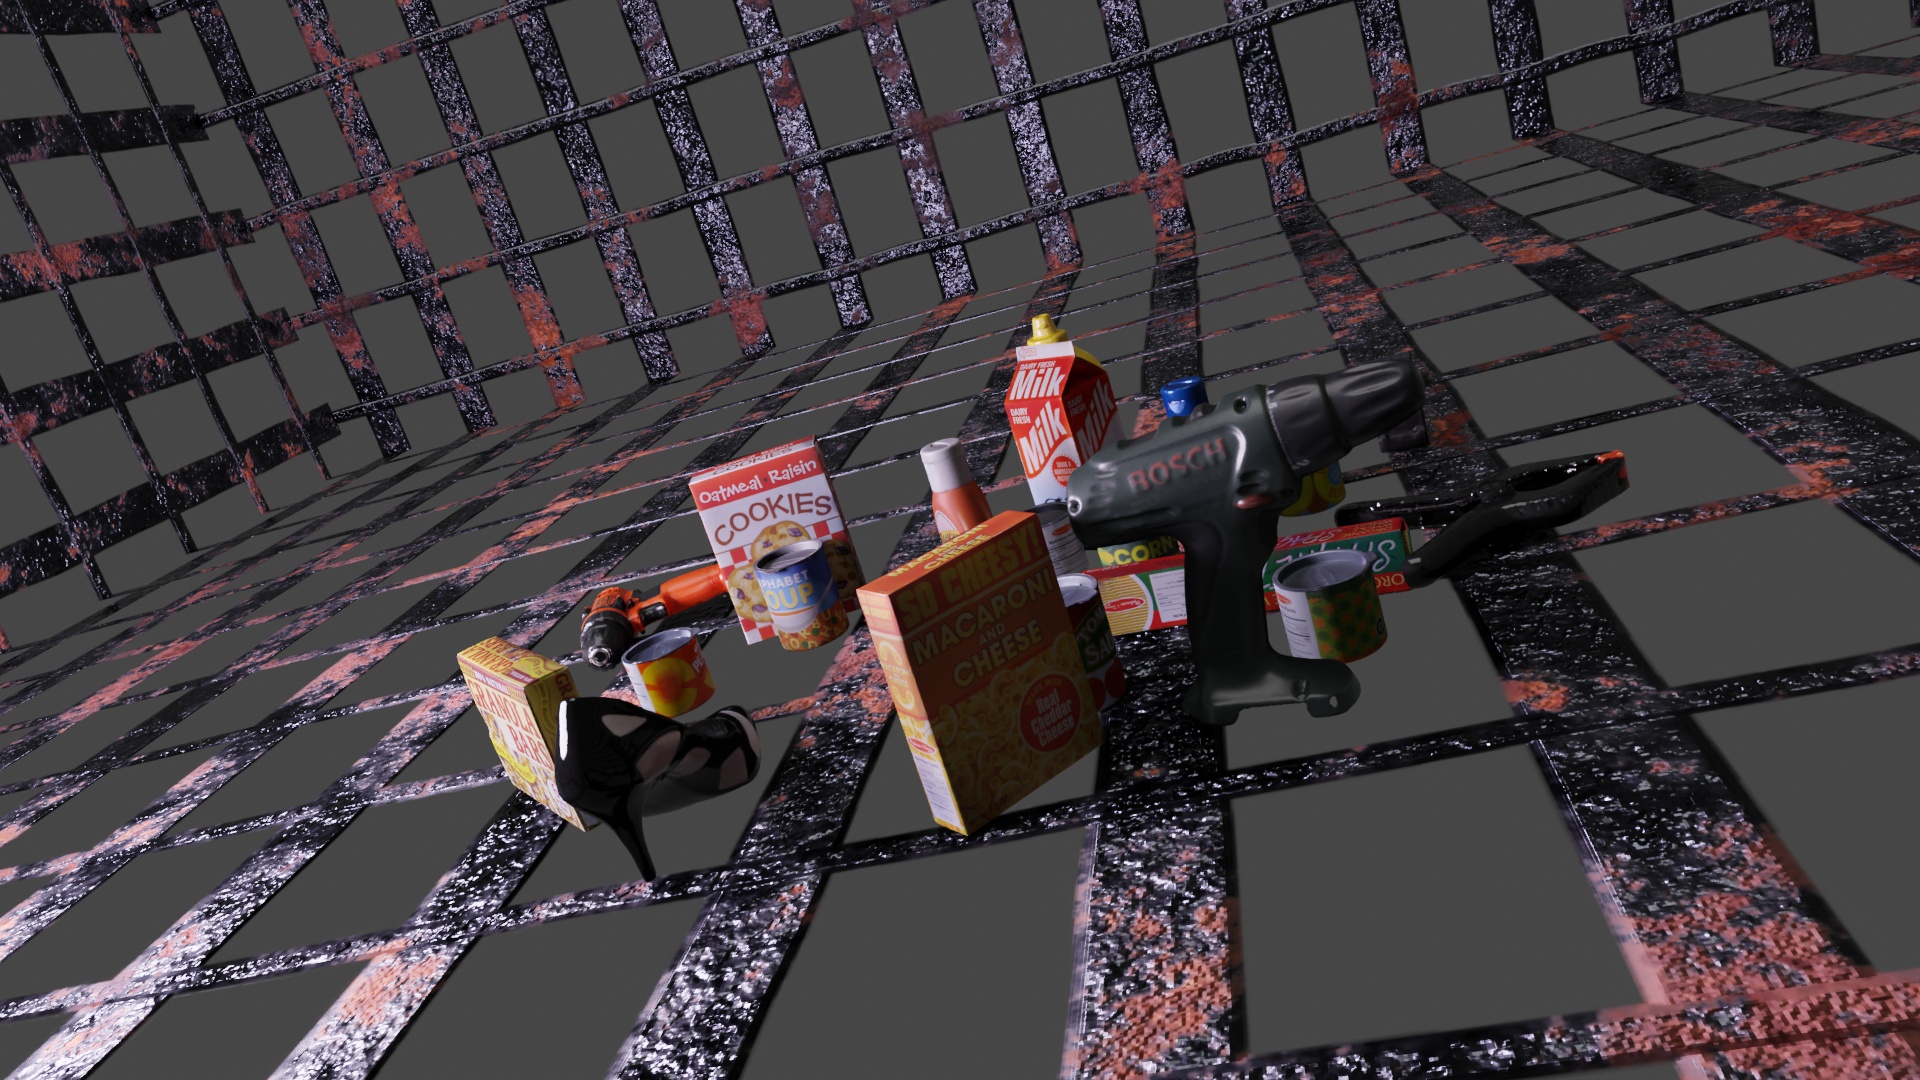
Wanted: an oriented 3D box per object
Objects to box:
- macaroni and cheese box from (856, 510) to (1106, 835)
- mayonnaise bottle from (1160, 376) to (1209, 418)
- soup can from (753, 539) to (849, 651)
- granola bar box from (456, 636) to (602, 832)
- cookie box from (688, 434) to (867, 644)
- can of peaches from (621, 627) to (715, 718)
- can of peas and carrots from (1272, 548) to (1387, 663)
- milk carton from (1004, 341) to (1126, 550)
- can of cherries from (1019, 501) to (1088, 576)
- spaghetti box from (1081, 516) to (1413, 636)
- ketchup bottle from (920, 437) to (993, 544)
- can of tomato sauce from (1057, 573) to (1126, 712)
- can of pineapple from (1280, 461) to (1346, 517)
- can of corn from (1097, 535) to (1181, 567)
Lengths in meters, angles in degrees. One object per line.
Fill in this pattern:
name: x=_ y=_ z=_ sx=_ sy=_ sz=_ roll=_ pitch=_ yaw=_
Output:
macaroni and cheese box: x=0.015 y=0.081 z=0.876 sx=0.124 sy=0.166 sz=0.040 roll=-28 pitch=20 yaw=-31
mayonnaise bottle: x=0.203 y=-0.063 z=1.169 sx=0.064 sy=0.147 sz=0.041 roll=-5 pitch=21 yaw=37
soup can: x=-0.146 y=0.051 z=1.266 sx=0.071 sy=0.083 sz=0.071 roll=-16 pitch=17 yaw=5
granola bar box: x=-0.329 y=0.147 z=1.080 sx=0.039 sy=0.124 sz=0.165 roll=-28 pitch=20 yaw=-31
cookie box: x=-0.168 y=-0.001 z=1.308 sx=0.123 sy=0.167 sz=0.040 roll=-18 pitch=17 yaw=1
can of peaches: x=-0.252 y=0.116 z=1.214 sx=0.071 sy=0.058 sz=0.071 roll=-16 pitch=17 yaw=5
can of peas and carrots: x=0.253 y=0.044 z=0.940 sx=0.071 sy=0.058 sz=0.071 roll=-16 pitch=17 yaw=5
milk carton: x=0.103 y=-0.091 z=1.283 sx=0.072 sy=0.190 sz=0.074 roll=0 pitch=24 yaw=45
can of cherries: x=0.075 y=0.004 z=1.239 sx=0.071 sy=0.058 sz=0.072 roll=-16 pitch=17 yaw=5
spaghetti box: x=0.212 y=0.030 z=1.040 sx=0.250 sy=0.050 sz=0.029 roll=-11 pitch=18 yaw=21
ketchup bottle: x=0.004 y=-0.015 z=1.215 sx=0.044 sy=0.148 sz=0.065 roll=-26 pitch=19 yaw=-26
can of tomato sauce: x=0.077 y=0.074 z=0.978 sx=0.071 sy=0.083 sz=0.071 roll=-16 pitch=17 yaw=5
can of pineapple: x=0.301 y=-0.059 z=1.215 sx=0.071 sy=0.057 sz=0.071 roll=-16 pitch=17 yaw=5
can of corn: x=0.148 y=0.012 z=1.142 sx=0.071 sy=0.058 sz=0.071 roll=-16 pitch=17 yaw=5
